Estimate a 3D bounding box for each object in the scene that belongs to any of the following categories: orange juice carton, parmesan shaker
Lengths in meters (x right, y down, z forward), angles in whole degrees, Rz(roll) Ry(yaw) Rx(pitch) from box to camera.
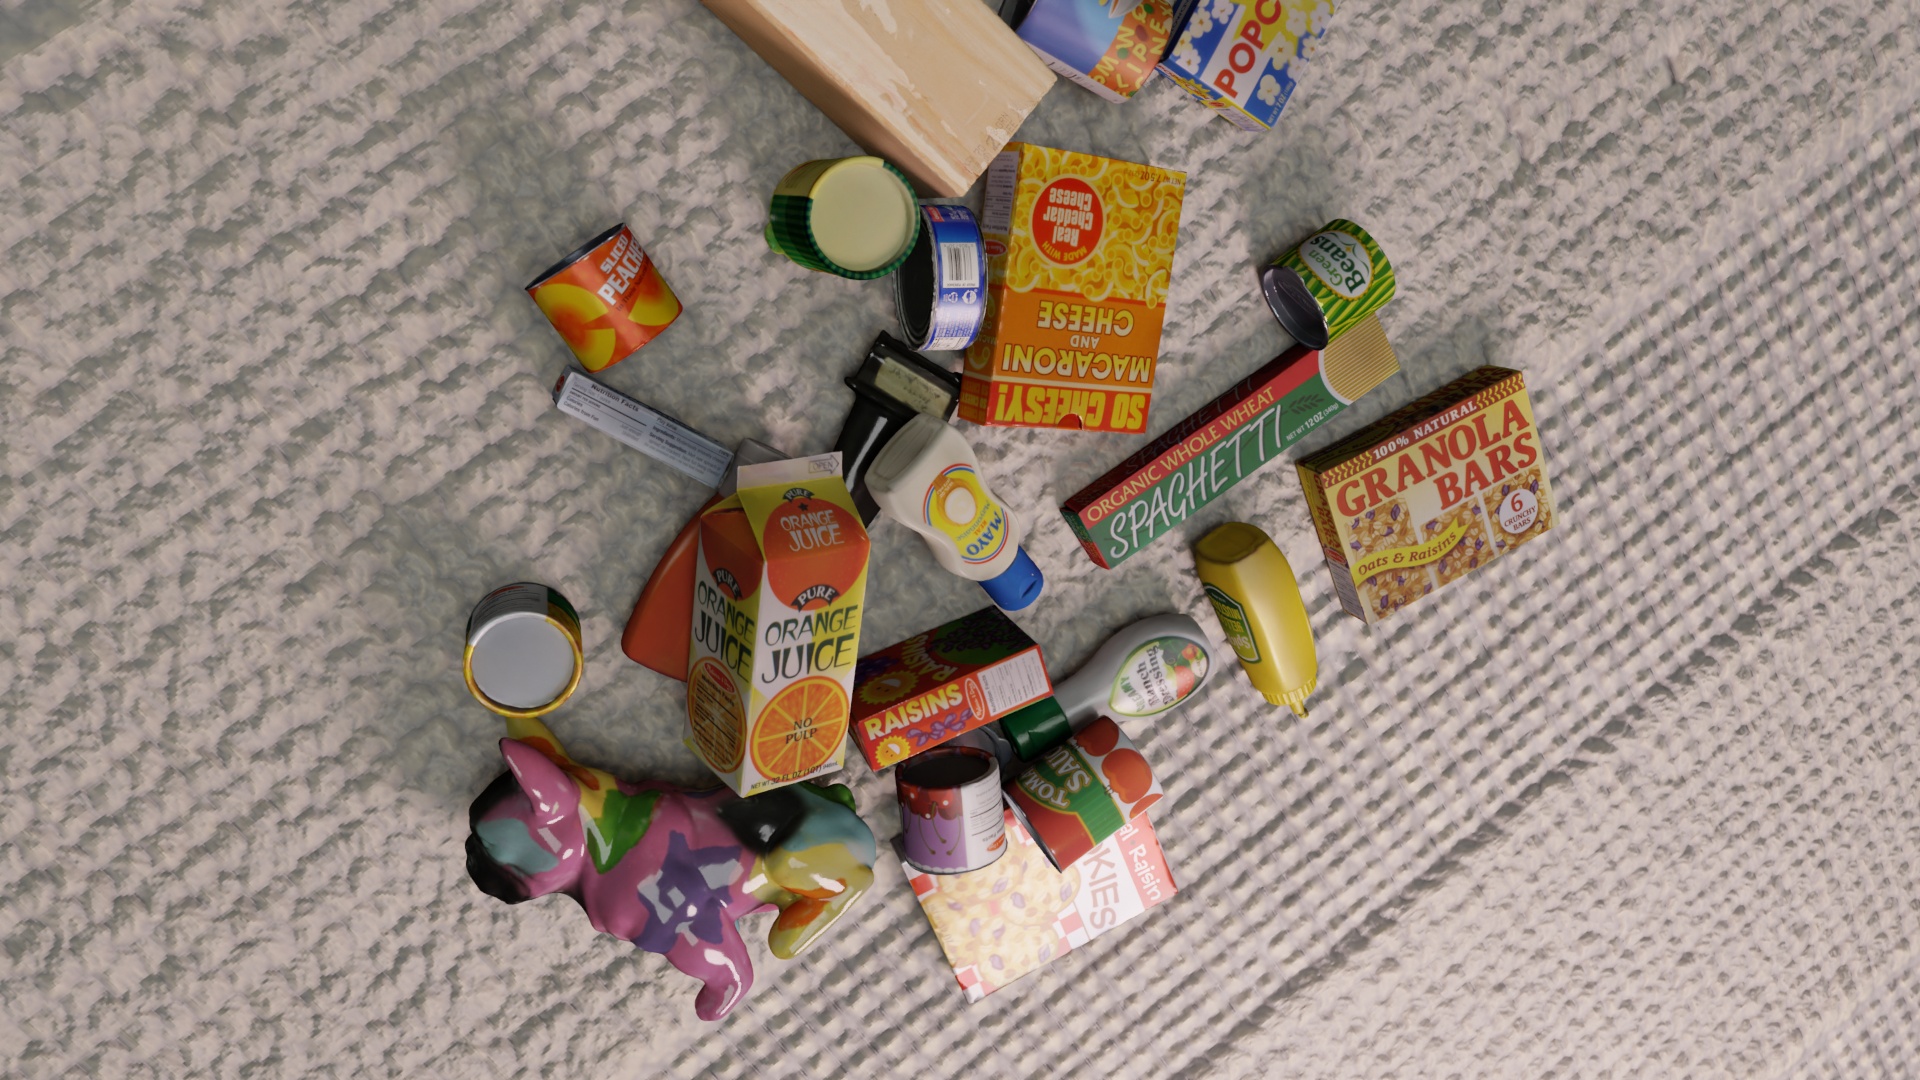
[{"bbox_3d":[-0.106,0.043,0.800,0.072,0.073,0.191,-10,117,-39],"label":"orange juice carton"},{"bbox_3d":[-0.069,-0.180,0.783,0.071,0.103,0.071,-4,105,-16],"label":"parmesan shaker"}]

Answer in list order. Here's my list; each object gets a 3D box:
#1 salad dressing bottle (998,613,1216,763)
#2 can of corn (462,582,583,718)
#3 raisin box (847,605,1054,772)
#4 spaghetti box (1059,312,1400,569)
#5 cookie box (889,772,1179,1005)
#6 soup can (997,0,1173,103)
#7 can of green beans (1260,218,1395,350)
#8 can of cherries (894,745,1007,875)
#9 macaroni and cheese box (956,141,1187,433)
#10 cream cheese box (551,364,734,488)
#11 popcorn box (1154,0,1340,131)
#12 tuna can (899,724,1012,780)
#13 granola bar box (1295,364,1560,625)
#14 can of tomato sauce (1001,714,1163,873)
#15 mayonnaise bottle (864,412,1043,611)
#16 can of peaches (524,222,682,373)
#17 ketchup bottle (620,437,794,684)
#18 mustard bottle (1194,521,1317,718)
[{"bbox_3d":[0.098,0.101,0.935,0.148,0.044,0.064,-26,112,-10],"label":"salad dressing bottle"},{"bbox_3d":[-0.253,0.066,0.808,0.071,0.058,0.071,-4,104,-16],"label":"can of corn"},{"bbox_3d":[-0.015,0.090,0.874,0.123,0.086,0.040,-22,111,-11],"label":"raisin box"},{"bbox_3d":[0.182,-0.069,0.928,0.250,0.029,0.050,-34,110,-7],"label":"spaghetti box"},{"bbox_3d":[0.053,0.223,0.953,0.168,0.040,0.122,-26,109,-9],"label":"cookie box"},{"bbox_3d":[0.074,-0.308,0.816,0.084,0.071,0.071,21,96,-21],"label":"soup can"},{"bbox_3d":[0.239,-0.166,0.902,0.058,0.071,0.071,-35,111,-7],"label":"can of green beans"},{"bbox_3d":[-0.008,0.168,0.870,0.071,0.071,0.058,-11,106,-15],"label":"can of cherries"},{"bbox_3d":[0.068,-0.151,0.853,0.124,0.040,0.166,0,103,-31],"label":"macaroni and cheese box"},{"bbox_3d":[-0.183,-0.066,0.801,0.104,0.053,0.024,28,92,-22],"label":"cream cheese box"},{"bbox_3d":[0.183,-0.330,0.860,0.085,0.038,0.126,26,94,-21],"label":"popcorn box"},{"bbox_3d":[-0.004,0.143,0.919,0.071,0.033,0.071,-4,104,-16],"label":"tuna can"},{"bbox_3d":[0.330,-0.033,0.978,0.166,0.039,0.124,-26,110,-10],"label":"granola bar box"},{"bbox_3d":[0.077,0.160,0.887,0.083,0.071,0.071,-35,111,-8],"label":"can of tomato sauce"},{"bbox_3d":[0.003,-0.011,0.858,0.065,0.041,0.147,-50,131,-11],"label":"mayonnaise bottle"},{"bbox_3d":[-0.196,-0.135,0.772,0.071,0.071,0.058,-35,112,-6],"label":"can of peaches"},{"bbox_3d":[-0.146,0.012,0.837,0.065,0.043,0.148,25,94,-25],"label":"ketchup bottle"},{"bbox_3d":[0.211,0.064,0.952,0.049,0.065,0.159,-32,114,-12],"label":"mustard bottle"}]
